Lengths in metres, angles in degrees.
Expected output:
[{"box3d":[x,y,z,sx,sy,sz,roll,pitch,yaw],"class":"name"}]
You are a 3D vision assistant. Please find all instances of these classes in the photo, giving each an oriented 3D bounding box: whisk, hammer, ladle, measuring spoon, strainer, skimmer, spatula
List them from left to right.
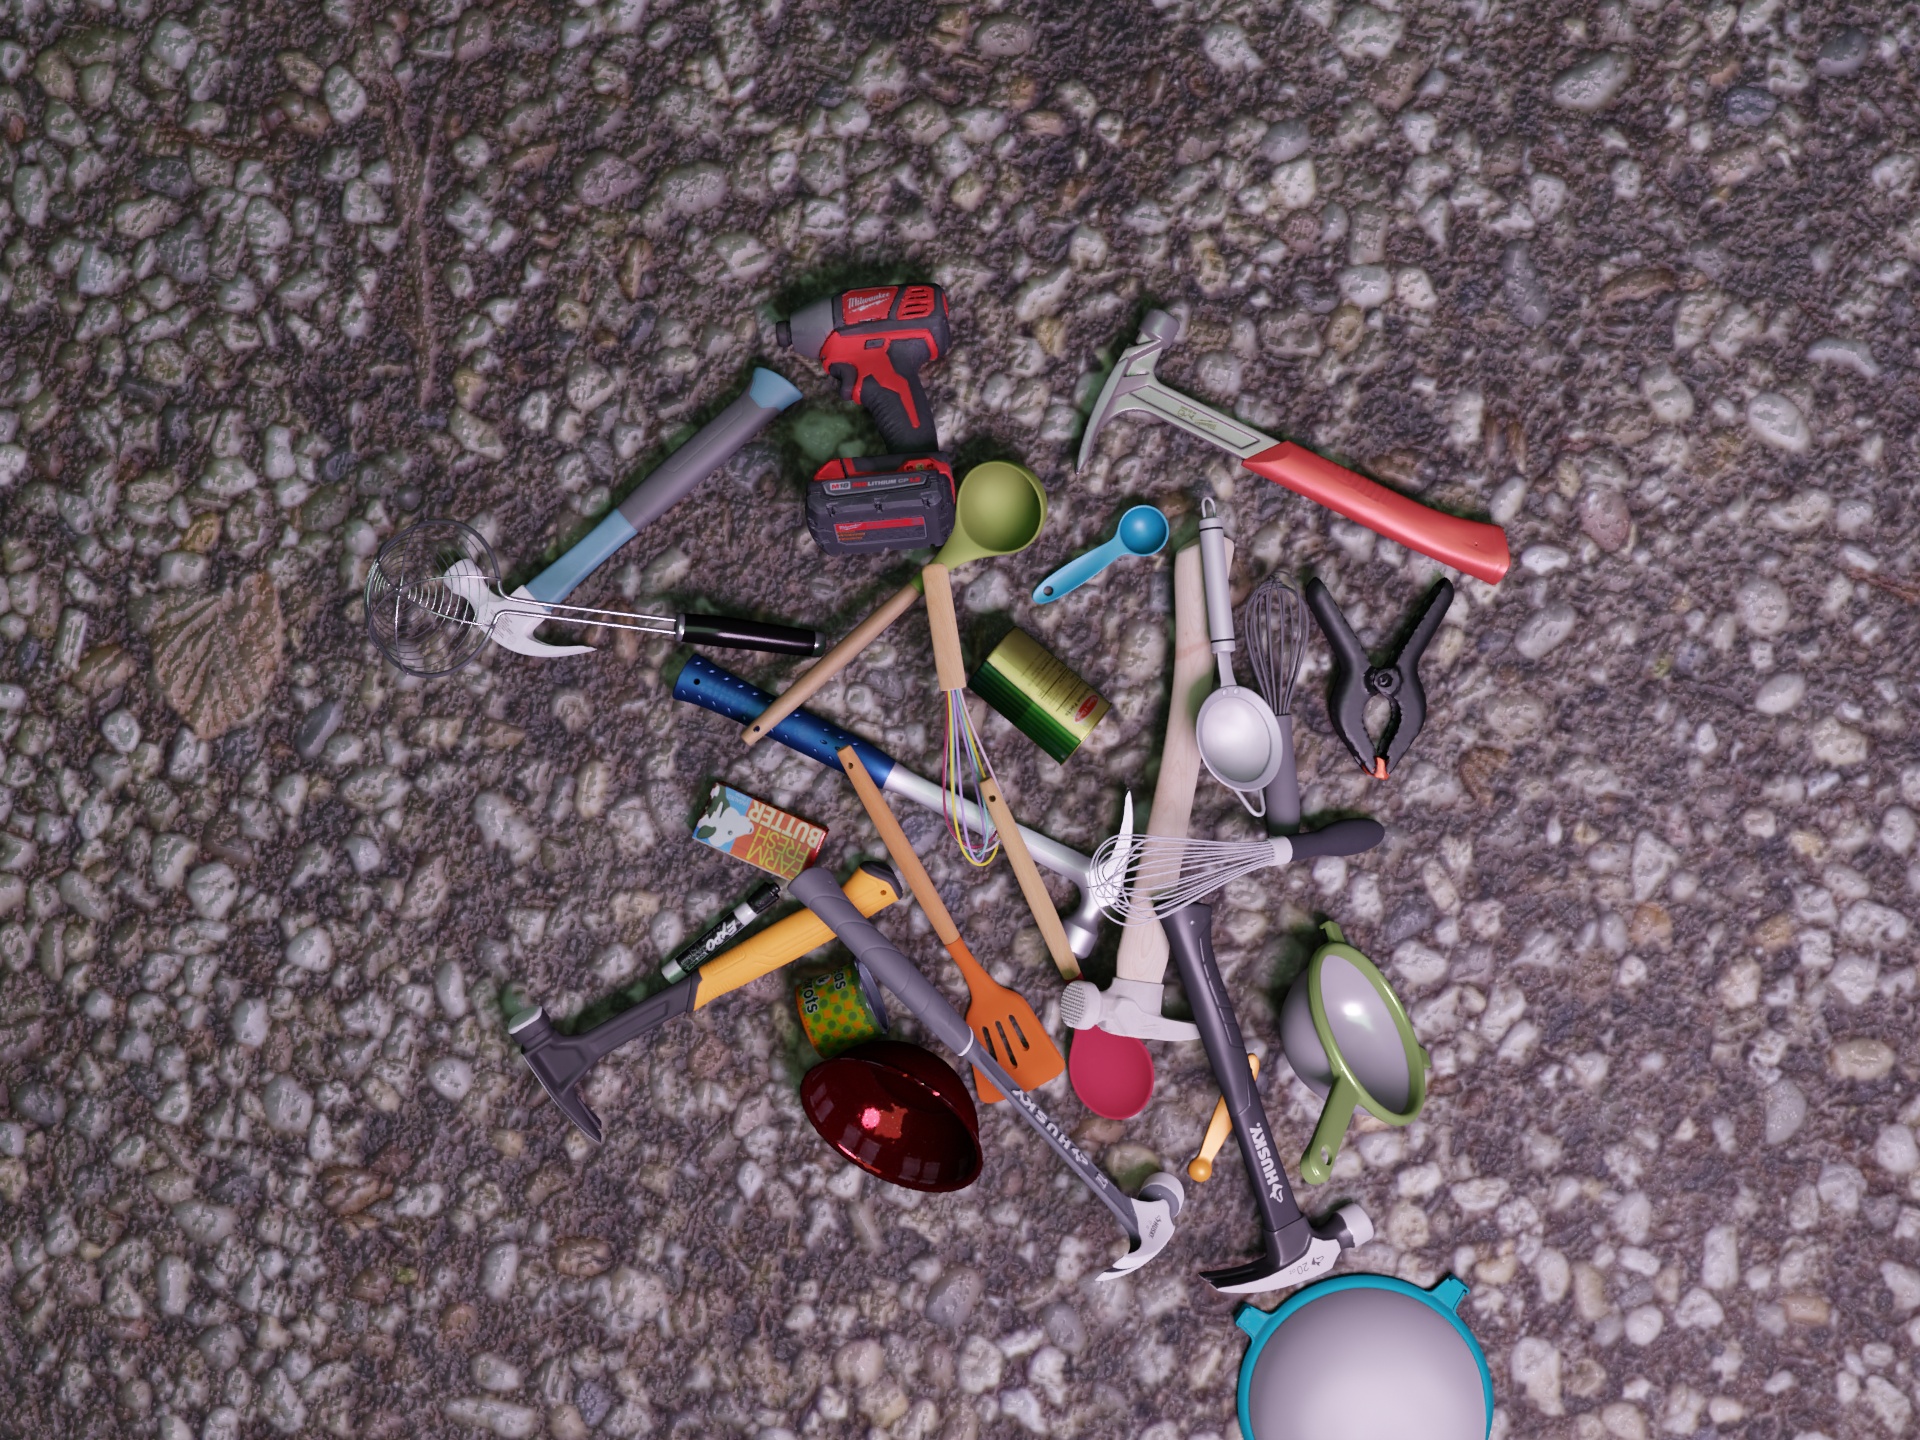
[{"box3d":[-0.295,-0.083,1.297,0.363,0.090,0.127,6,87,-19],"class":"skimmer"},{"box3d":[-0.269,-0.178,1.328,0.331,0.033,0.128,-41,88,2],"class":"hammer"},{"box3d":[-0.196,0.219,1.320,0.337,0.034,0.127,-29,109,-2],"class":"hammer"},{"box3d":[-0.057,-0.092,1.292,0.320,0.062,0.078,-42,86,-4],"class":"ladle"},{"box3d":[-0.046,0.045,1.321,0.405,0.035,0.144,26,92,2],"class":"hammer"},{"box3d":[-0.019,0.163,1.301,0.081,0.041,0.322,-26,102,15],"class":"spatula"},{"box3d":[-0.001,-0.004,1.274,0.047,0.051,0.245,-10,93,-20],"class":"whisk"},{"box3d":[0.013,0.269,1.255,0.409,0.149,0.036,45,111,5],"class":"hammer"},{"box3d":[0.079,0.185,1.285,0.069,0.031,0.315,-22,106,5],"class":"ladle"},{"box3d":[0.116,-0.135,1.325,0.128,0.021,0.042,-32,90,11],"class":"measuring spoon"},{"box3d":[0.183,0.054,1.297,0.146,0.038,0.411,13,85,-28],"class":"hammer"},{"box3d":[0.210,-0.051,1.270,0.086,0.050,0.258,-4,87,-31],"class":"strainer"},{"box3d":[0.221,0.332,1.325,0.021,0.011,0.117,25,92,2],"class":"measuring spoon"},{"box3d":[0.218,0.297,1.272,0.146,0.035,0.334,-22,98,-16],"class":"hammer"},{"box3d":[0.223,0.107,1.253,0.284,0.070,0.070,-8,91,-27],"class":"whisk"},{"box3d":[0.263,-0.003,1.303,0.055,0.055,0.239,-3,95,2],"class":"whisk"},{"box3d":[0.278,-0.195,1.305,0.359,0.036,0.149,27,92,2],"class":"hammer"},{"box3d":[0.281,0.279,1.228,0.069,0.256,0.151,-32,96,34],"class":"strainer"},{"box3d":[0.344,0.630,1.282,0.211,0.095,0.340,-9,89,2],"class":"strainer"}]

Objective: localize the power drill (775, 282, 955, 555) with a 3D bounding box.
[{"box3d":[-0.075,-0.249,1.275,0.143,0.078,0.220,-5,69,1],"class":"power drill"}]
